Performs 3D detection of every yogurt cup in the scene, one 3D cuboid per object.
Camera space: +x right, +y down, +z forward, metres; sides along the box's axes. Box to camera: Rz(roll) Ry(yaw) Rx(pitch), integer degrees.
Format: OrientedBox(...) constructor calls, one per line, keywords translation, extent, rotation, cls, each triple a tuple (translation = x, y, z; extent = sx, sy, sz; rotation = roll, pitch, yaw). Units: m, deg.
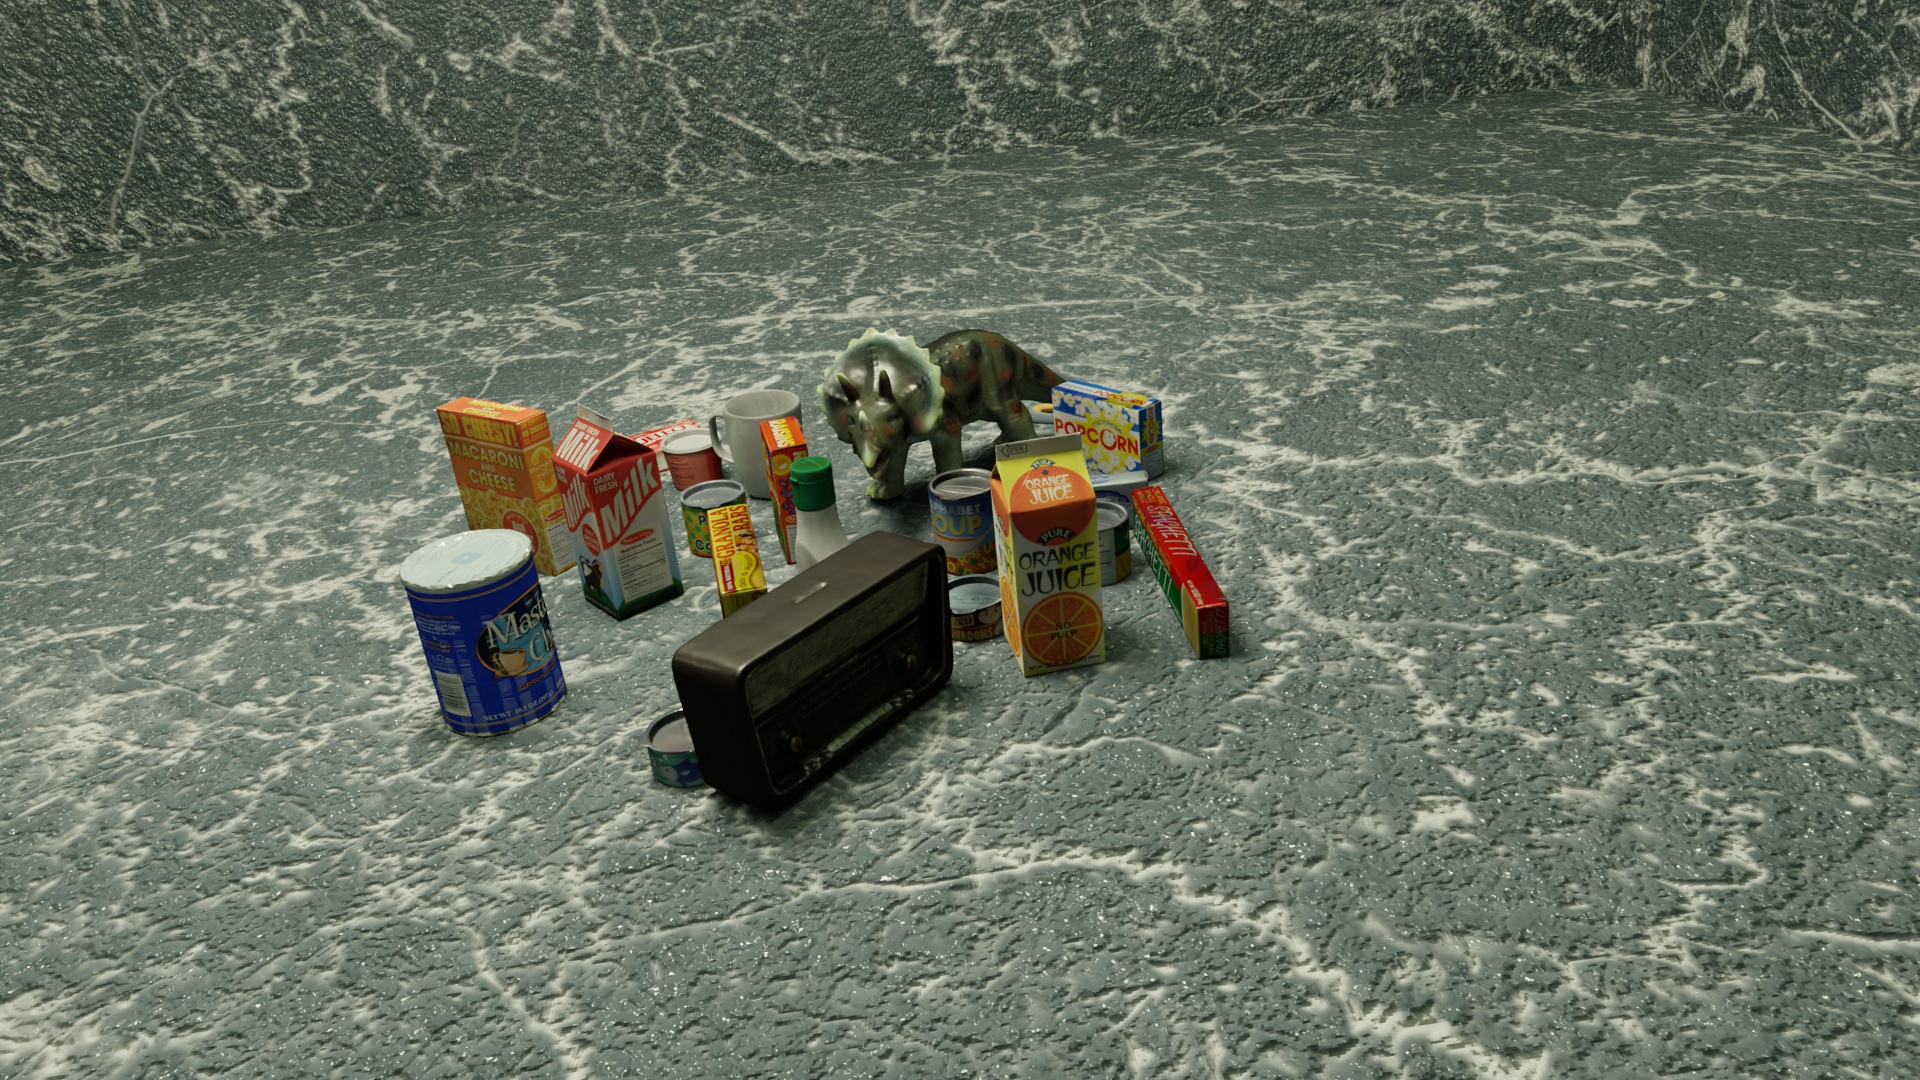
OrientedBox(translation=(-0.299, -0.090, 1.562), extent=(0.072, 0.053, 0.073), rotation=(-5, 25, 2), cls="yogurt cup")

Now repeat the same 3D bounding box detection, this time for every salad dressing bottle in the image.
OrientedBox(translation=(-0.123, -0.001, 1.232), extent=(0.044, 0.147, 0.064), rotation=(-23, 30, -32), cls="salad dressing bottle")

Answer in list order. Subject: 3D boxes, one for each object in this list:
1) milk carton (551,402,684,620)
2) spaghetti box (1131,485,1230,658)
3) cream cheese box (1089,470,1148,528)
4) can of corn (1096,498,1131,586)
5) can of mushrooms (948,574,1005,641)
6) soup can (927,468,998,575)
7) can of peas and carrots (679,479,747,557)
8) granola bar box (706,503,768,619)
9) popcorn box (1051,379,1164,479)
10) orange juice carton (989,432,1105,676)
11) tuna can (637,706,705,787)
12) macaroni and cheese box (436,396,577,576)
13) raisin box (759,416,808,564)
OrientedBox(translation=(-0.321, -0.031, 1.288), extent=(0.074, 0.189, 0.072), rotation=(-24, 31, -34), cls="milk carton")
OrientedBox(translation=(0.192, 0.022, 1.231), extent=(0.029, 0.050, 0.251), rotation=(-7, 26, -3), cls="spaghetti box")
OrientedBox(translation=(0.132, -0.035, 1.358), extent=(0.104, 0.053, 0.024), rotation=(-6, 25, 0), cls="cream cheese box")
OrientedBox(translation=(0.124, 0.002, 1.278), extent=(0.071, 0.058, 0.071), rotation=(-5, 25, 2), cls="can of corn")
OrientedBox(translation=(0.010, 0.059, 1.210), extent=(0.071, 0.033, 0.071), rotation=(-5, 26, 2), cls="can of mushrooms")
OrientedBox(translation=(0.005, -0.016, 1.311), extent=(0.071, 0.083, 0.071), rotation=(-5, 25, 2), cls="soup can")
OrientedBox(translation=(-0.246, -0.022, 1.404), extent=(0.071, 0.058, 0.071), rotation=(-5, 25, 2), cls="can of peas and carrots")
OrientedBox(translation=(-0.177, 0.059, 1.146), extent=(0.039, 0.123, 0.166), rotation=(-11, 26, -10), cls="granola bar box")
OrientedBox(translation=(0.157, -0.118, 1.489), extent=(0.038, 0.084, 0.127), rotation=(-26, 32, -36), cls="popcorn box")
OrientedBox(translation=(0.070, 0.006, 1.125), extent=(0.072, 0.191, 0.073), rotation=(-10, 26, -8), cls="orange juice carton")
OrientedBox(translation=(-0.207, 0.156, 1.056), extent=(0.071, 0.032, 0.071), rotation=(-5, 26, 2), cls="tuna can")
OrientedBox(translation=(-0.452, -0.056, 1.394), extent=(0.124, 0.165, 0.040), rotation=(11, 30, 32), cls="macaroni and cheese box")
OrientedBox(translation=(-0.166, -0.050, 1.372), extent=(0.040, 0.122, 0.086), rotation=(-11, 26, -10), cls="raisin box")
